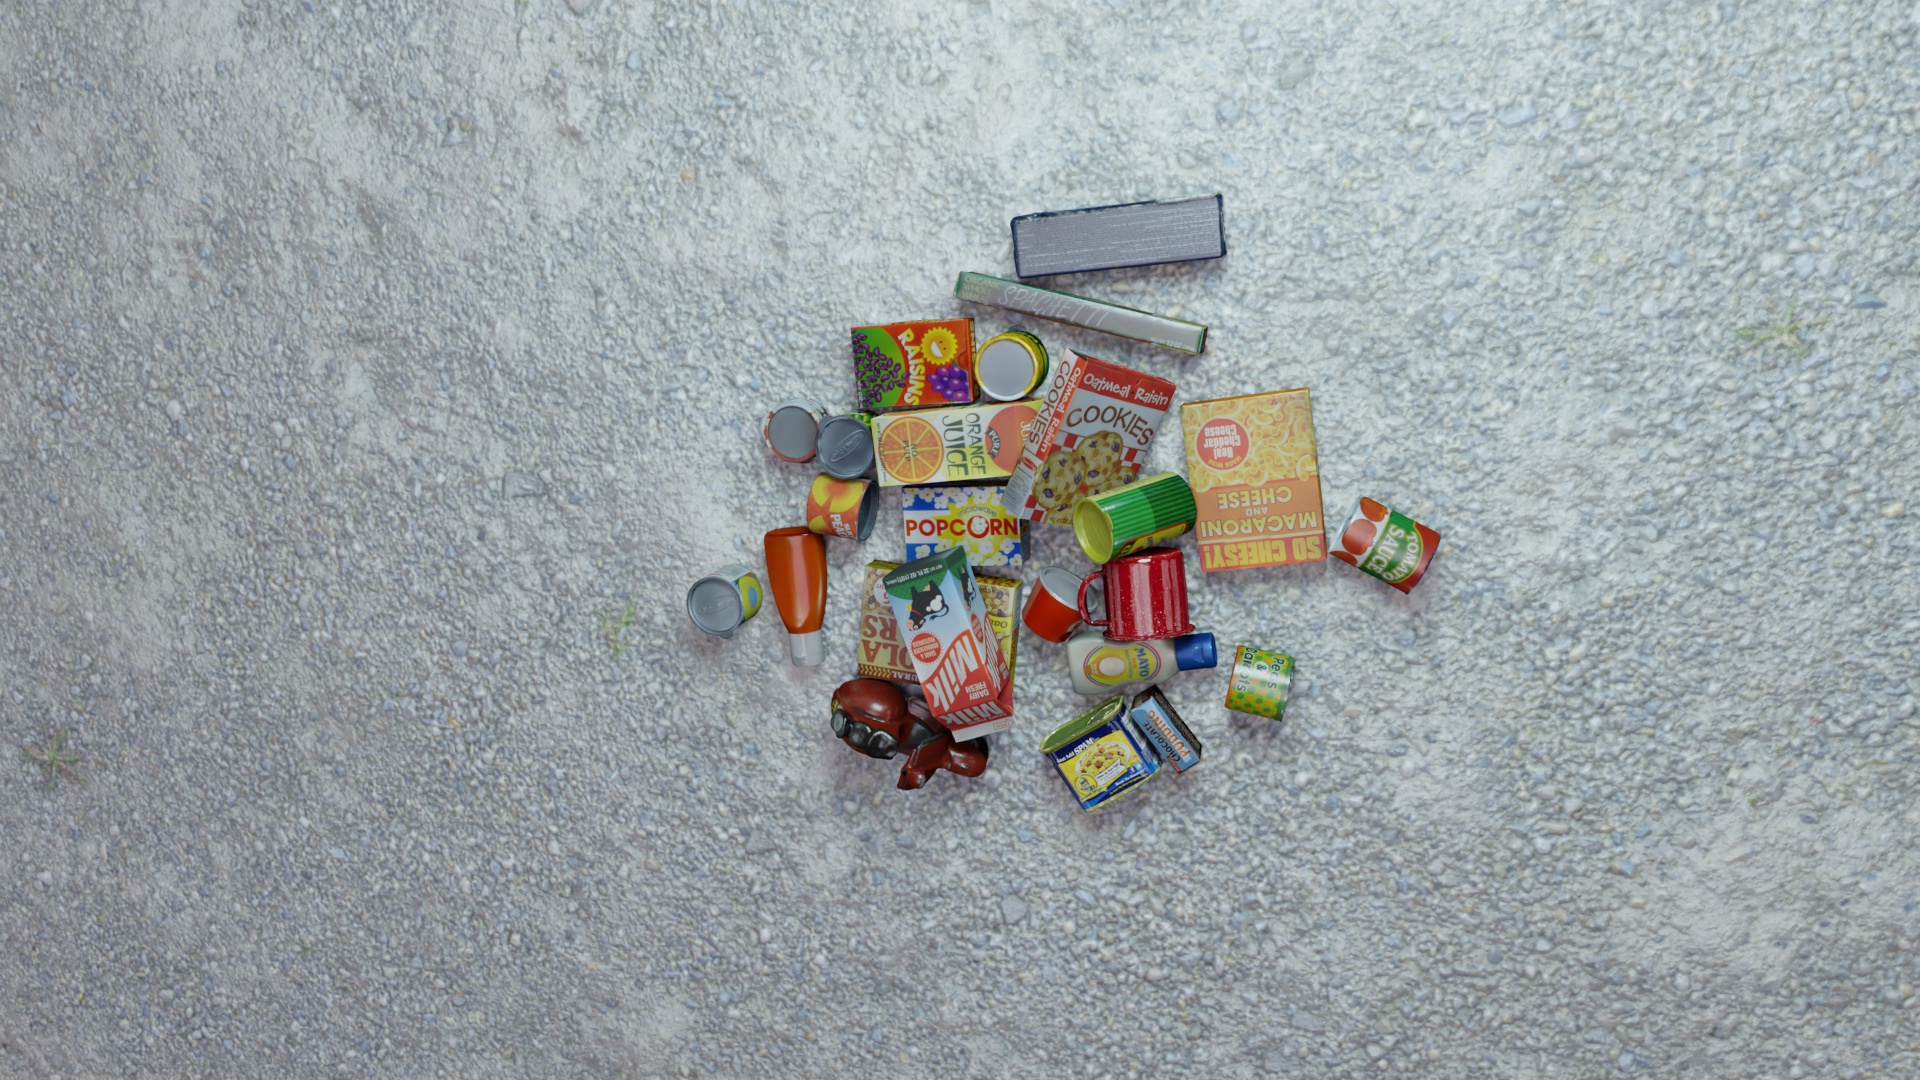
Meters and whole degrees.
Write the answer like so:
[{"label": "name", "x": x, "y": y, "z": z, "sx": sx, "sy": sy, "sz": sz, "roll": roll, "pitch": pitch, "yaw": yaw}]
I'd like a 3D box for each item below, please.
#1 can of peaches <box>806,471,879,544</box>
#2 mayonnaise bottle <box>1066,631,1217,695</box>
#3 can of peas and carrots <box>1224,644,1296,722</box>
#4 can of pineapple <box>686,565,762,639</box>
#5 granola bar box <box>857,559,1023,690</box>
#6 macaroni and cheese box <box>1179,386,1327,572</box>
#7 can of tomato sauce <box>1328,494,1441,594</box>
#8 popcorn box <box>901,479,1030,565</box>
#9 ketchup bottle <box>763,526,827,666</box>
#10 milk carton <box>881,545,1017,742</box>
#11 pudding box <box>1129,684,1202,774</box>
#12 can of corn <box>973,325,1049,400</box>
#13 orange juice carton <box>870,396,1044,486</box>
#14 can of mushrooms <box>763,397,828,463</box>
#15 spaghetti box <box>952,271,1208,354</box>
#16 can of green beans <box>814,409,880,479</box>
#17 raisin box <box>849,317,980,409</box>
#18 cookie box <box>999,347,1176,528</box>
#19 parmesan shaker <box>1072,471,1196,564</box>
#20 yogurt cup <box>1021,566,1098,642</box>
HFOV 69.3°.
[{"label": "can of peaches", "x": -0.124, "y": -0.034, "z": 1.450, "sx": 0.058, "sy": 0.071, "sz": 0.071, "roll": 12, "pitch": 104, "yaw": 13}, {"label": "mayonnaise bottle", "x": 0.185, "y": 0.119, "z": 1.417, "sx": 0.148, "sy": 0.041, "sz": 0.064, "roll": -8, "pitch": 99, "yaw": 17}, {"label": "can of peas and carrots", "x": 0.297, "y": 0.140, "z": 1.378, "sx": 0.059, "sy": 0.071, "sz": 0.070, "roll": 12, "pitch": 105, "yaw": 12}, {"label": "can of pineapple", "x": -0.256, "y": 0.066, "z": 1.511, "sx": 0.071, "sy": 0.058, "sz": 0.070, "roll": 3, "pitch": 103, "yaw": 14}, {"label": "granola bar box", "x": -0.023, "y": 0.093, "z": 1.467, "sx": 0.165, "sy": 0.039, "sz": 0.124, "roll": 8, "pitch": 104, "yaw": 13}, {"label": "macaroni and cheese box", "x": 0.287, "y": -0.059, "z": 1.355, "sx": 0.123, "sy": 0.040, "sz": 0.166, "roll": -6, "pitch": 99, "yaw": 17}, {"label": "can of tomato sauce", "x": 0.403, "y": 0.004, "z": 1.322, "sx": 0.083, "sy": 0.071, "sz": 0.071, "roll": 28, "pitch": 107, "yaw": 8}, {"label": "popcorn box", "x": 0.005, "y": -0.018, "z": 1.437, "sx": 0.127, "sy": 0.038, "sz": 0.085, "roll": -1, "pitch": 101, "yaw": 15}, {"label": "ketchup bottle", "x": -0.172, "y": 0.061, "z": 1.496, "sx": 0.065, "sy": 0.044, "sz": 0.148, "roll": -2, "pitch": 101, "yaw": 16}, {"label": "milk carton", "x": -0.006, "y": 0.109, "z": 1.405, "sx": 0.072, "sy": 0.073, "sz": 0.190, "roll": -18, "pitch": 96, "yaw": 17}, {"label": "pudding box", "x": 0.210, "y": 0.193, "z": 1.422, "sx": 0.030, "sy": 0.050, "sz": 0.083, "roll": -37, "pitch": 91, "yaw": 17}, {"label": "can of corn", "x": 0.051, "y": -0.177, "z": 1.382, "sx": 0.071, "sy": 0.058, "sz": 0.071, "roll": 3, "pitch": 103, "yaw": 14}, {"label": "orange juice carton", "x": 0.014, "y": -0.101, "z": 1.399, "sx": 0.192, "sy": 0.073, "sz": 0.071, "roll": -4, "pitch": 100, "yaw": 15}, {"label": "can of mushrooms", "x": -0.171, "y": -0.114, "z": 1.465, "sx": 0.071, "sy": 0.033, "sz": 0.071, "roll": 3, "pitch": 102, "yaw": 13}, {"label": "spaghetti box", "x": 0.117, "y": -0.224, "z": 1.359, "sx": 0.250, "sy": 0.050, "sz": 0.028, "roll": 15, "pitch": 103, "yaw": 11}, {"label": "can of green beans", "x": -0.110, "y": -0.101, "z": 1.439, "sx": 0.071, "sy": 0.058, "sz": 0.071, "roll": 3, "pitch": 103, "yaw": 14}, {"label": "raisin box", "x": -0.045, "y": -0.181, "z": 1.416, "sx": 0.123, "sy": 0.040, "sz": 0.086, "roll": -2, "pitch": 100, "yaw": 14}, {"label": "cookie box", "x": 0.125, "y": -0.094, "z": 1.349, "sx": 0.040, "sy": 0.123, "sz": 0.167, "roll": 41, "pitch": 114, "yaw": 47}, {"label": "parmesan shaker", "x": 0.171, "y": -0.024, "z": 1.349, "sx": 0.103, "sy": 0.071, "sz": 0.071, "roll": -18, "pitch": 99, "yaw": -25}, {"label": "yogurt cup", "x": 0.098, "y": 0.067, "z": 1.419, "sx": 0.072, "sy": 0.073, "sz": 0.053, "roll": 35, "pitch": 116, "yaw": 5}]
